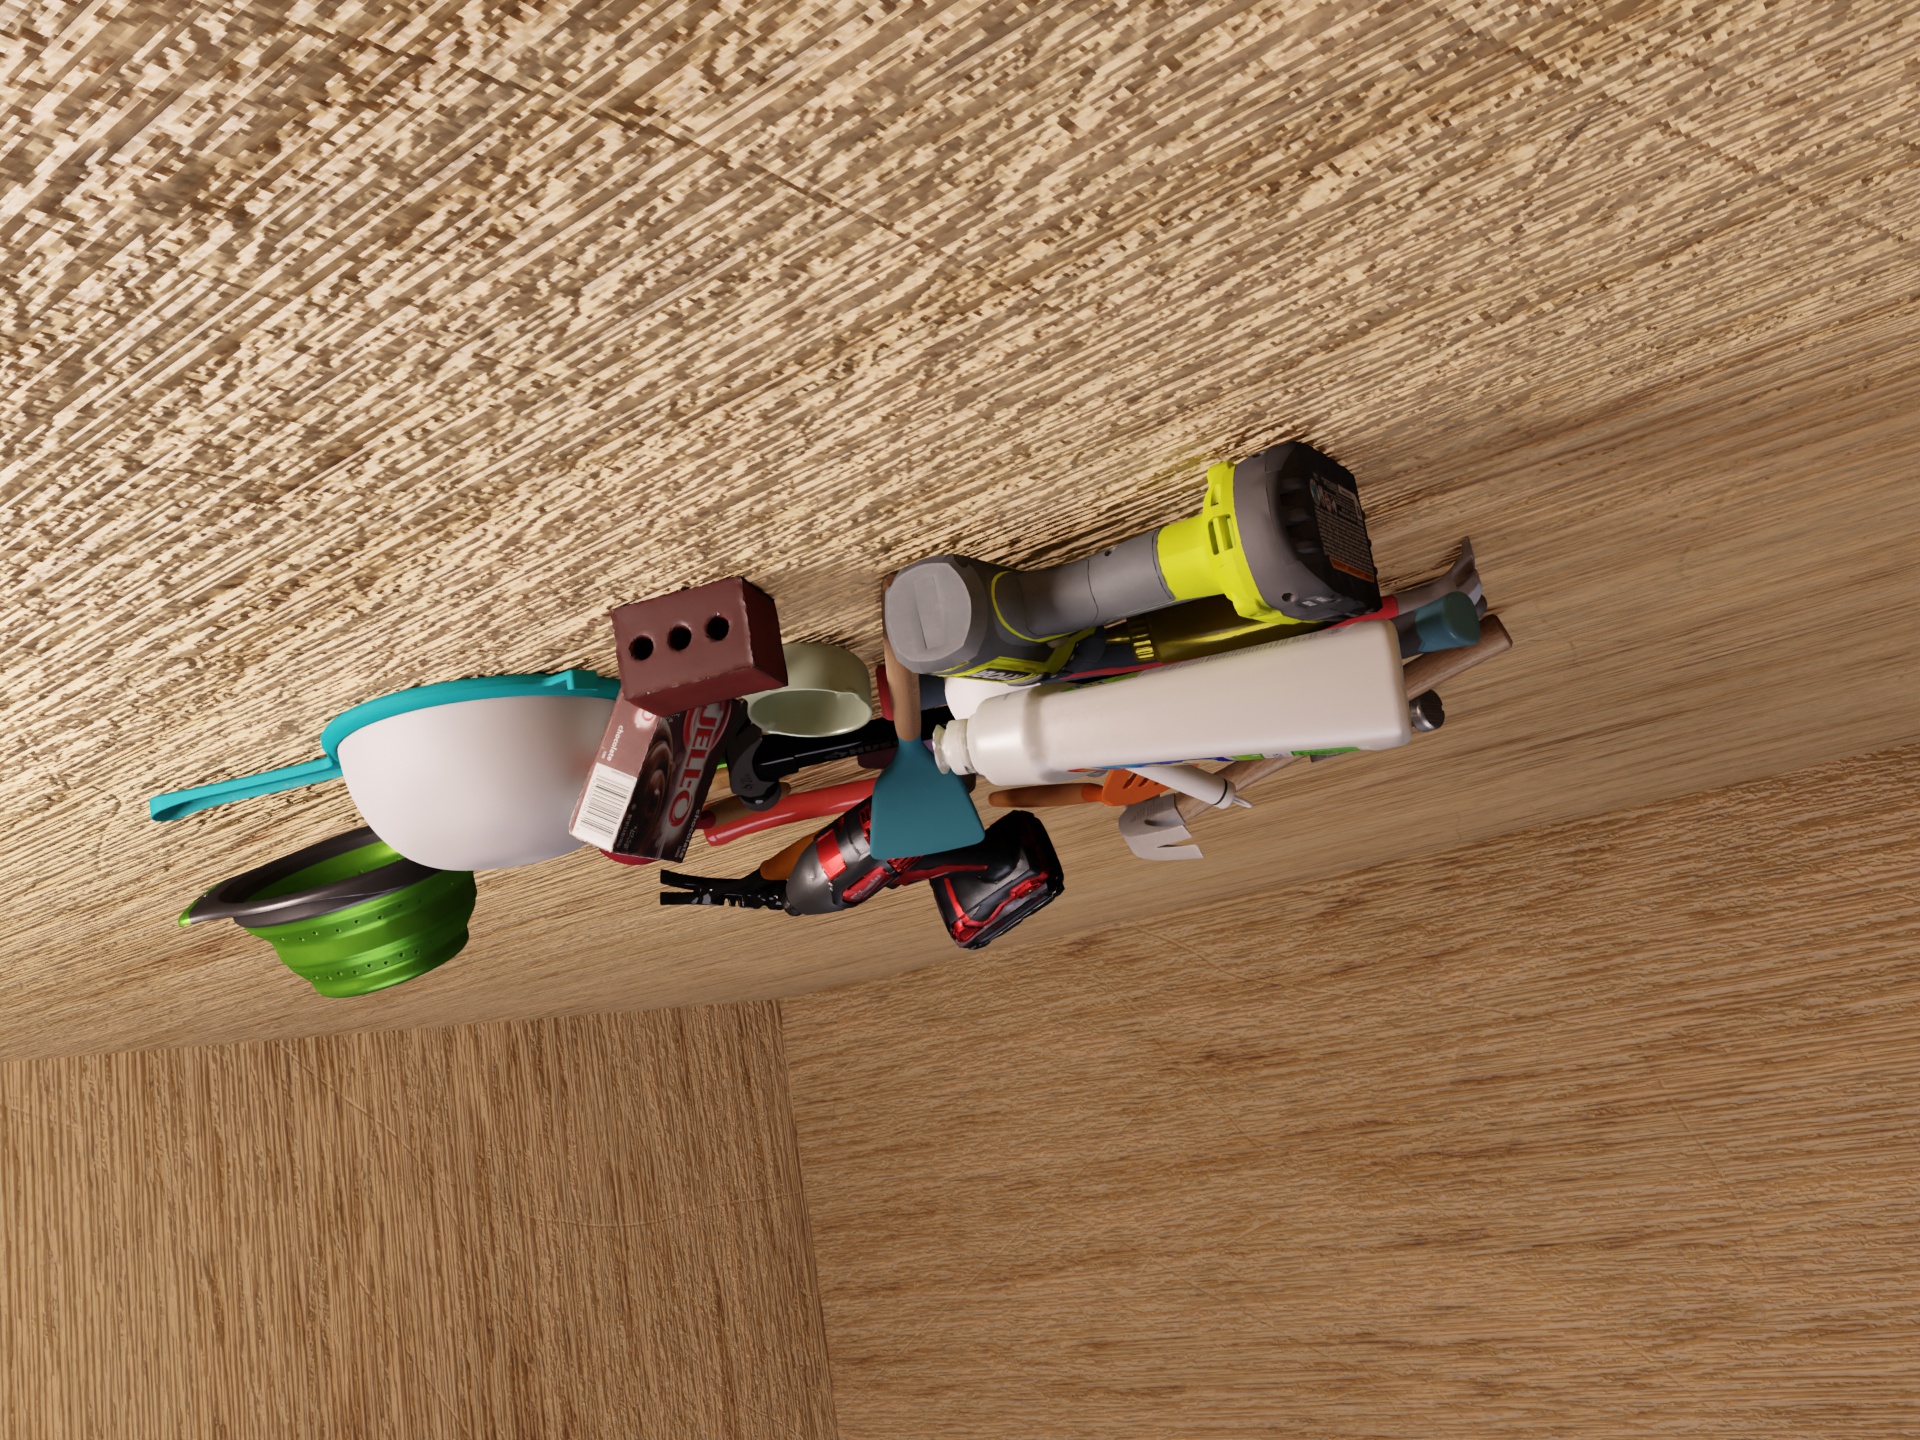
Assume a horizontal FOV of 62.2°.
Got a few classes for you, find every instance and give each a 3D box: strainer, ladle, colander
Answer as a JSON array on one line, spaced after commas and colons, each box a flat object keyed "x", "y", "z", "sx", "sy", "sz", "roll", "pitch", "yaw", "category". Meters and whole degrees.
[{"x": 0.079, "y": 0.012, "z": 0.997, "sx": 0.258, "sy": 0.050, "sz": 0.087, "roll": 22, "pitch": 166, "yaw": -21, "category": "strainer"}, {"x": -0.351, "y": 0.057, "z": 1.010, "sx": 0.340, "sy": 0.095, "sz": 0.211, "roll": -12, "pitch": 167, "yaw": 4, "category": "strainer"}, {"x": -0.183, "y": 0.070, "z": 1.195, "sx": 0.069, "sy": 0.031, "sz": 0.315, "roll": -27, "pitch": 178, "yaw": 13, "category": "ladle"}, {"x": -0.343, "y": 0.113, "z": 1.154, "sx": 0.397, "sy": 0.094, "sz": 0.204, "roll": -17, "pitch": -169, "yaw": -7, "category": "colander"}]

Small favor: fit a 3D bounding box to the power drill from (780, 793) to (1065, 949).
[{"x": -0.032, "y": 0.118, "z": 1.245, "sx": 0.143, "sy": 0.079, "sz": 0.219, "roll": -38, "pitch": 149, "yaw": 26, "category": "power drill"}]

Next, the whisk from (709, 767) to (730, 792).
[{"x": -0.253, "y": 0.064, "z": 1.238, "sx": 0.245, "sy": 0.047, "sz": 0.051, "roll": -15, "pitch": 165, "yaw": 9, "category": "whisk"}]

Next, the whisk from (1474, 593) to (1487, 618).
[{"x": 0.282, "y": -0.043, "z": 1.174, "sx": 0.055, "sy": 0.055, "sz": 0.239, "roll": 3, "pitch": 157, "yaw": -45, "category": "whisk"}]

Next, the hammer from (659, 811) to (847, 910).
[{"x": -0.159, "y": 0.126, "z": 1.400, "sx": 0.127, "sy": 0.034, "sz": 0.337, "roll": 7, "pitch": 163, "yaw": -26, "category": "hammer"}]

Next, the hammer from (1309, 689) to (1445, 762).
[{"x": 0.231, "y": 0.003, "z": 1.349, "sx": 0.410, "sy": 0.038, "sz": 0.146, "roll": 1, "pitch": 164, "yaw": -39, "category": "hammer"}]

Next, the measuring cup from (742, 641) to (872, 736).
[{"x": -0.124, "y": -0.033, "z": 0.945, "sx": 0.083, "sy": 0.038, "sz": 0.167, "roll": -22, "pitch": 148, "yaw": 40, "category": "measuring cup"}]

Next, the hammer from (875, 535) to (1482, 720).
[{"x": 0.137, "y": -0.052, "z": 1.029, "sx": 0.386, "sy": 0.038, "sz": 0.143, "roll": -9, "pitch": 166, "yaw": -3, "category": "hammer"}]

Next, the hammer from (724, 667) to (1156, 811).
[{"x": -0.002, "y": -0.004, "z": 1.119, "sx": 0.334, "sy": 0.035, "sz": 0.146, "roll": -11, "pitch": 159, "yaw": -4, "category": "hammer"}]

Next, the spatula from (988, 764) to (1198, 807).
[{"x": 0.088, "y": 0.047, "z": 1.220, "sx": 0.081, "sy": 0.041, "sz": 0.322, "roll": -6, "pitch": 178, "yaw": -22, "category": "spatula"}]

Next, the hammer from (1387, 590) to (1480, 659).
[{"x": 0.190, "y": -0.024, "z": 0.994, "sx": 0.128, "sy": 0.033, "sz": 0.331, "roll": -4, "pitch": 170, "yaw": -32, "category": "hammer"}]

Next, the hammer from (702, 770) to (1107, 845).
[{"x": -0.049, "y": 0.054, "z": 1.357, "sx": 0.359, "sy": 0.037, "sz": 0.149, "roll": -12, "pitch": 167, "yaw": 7, "category": "hammer"}]

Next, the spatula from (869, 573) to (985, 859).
[{"x": -0.030, "y": 0.004, "z": 0.995, "sx": 0.082, "sy": 0.044, "sz": 0.317, "roll": -9, "pitch": 153, "yaw": -3, "category": "spatula"}]

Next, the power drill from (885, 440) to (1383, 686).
[{"x": 0.098, "y": -0.069, "z": 0.847, "sx": 0.228, "sy": 0.080, "sz": 0.190, "roll": -14, "pitch": 171, "yaw": 28, "category": "power drill"}]

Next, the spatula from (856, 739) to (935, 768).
[{"x": 0.079, "y": 0.019, "z": 1.199, "sx": 0.316, "sy": 0.018, "sz": 0.059, "roll": -1, "pitch": 147, "yaw": -1, "category": "spatula"}]

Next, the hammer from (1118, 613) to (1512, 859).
[{"x": 0.267, "y": 0.014, "z": 1.223, "sx": 0.331, "sy": 0.031, "sz": 0.130, "roll": -31, "pitch": -163, "yaw": 17, "category": "hammer"}]
